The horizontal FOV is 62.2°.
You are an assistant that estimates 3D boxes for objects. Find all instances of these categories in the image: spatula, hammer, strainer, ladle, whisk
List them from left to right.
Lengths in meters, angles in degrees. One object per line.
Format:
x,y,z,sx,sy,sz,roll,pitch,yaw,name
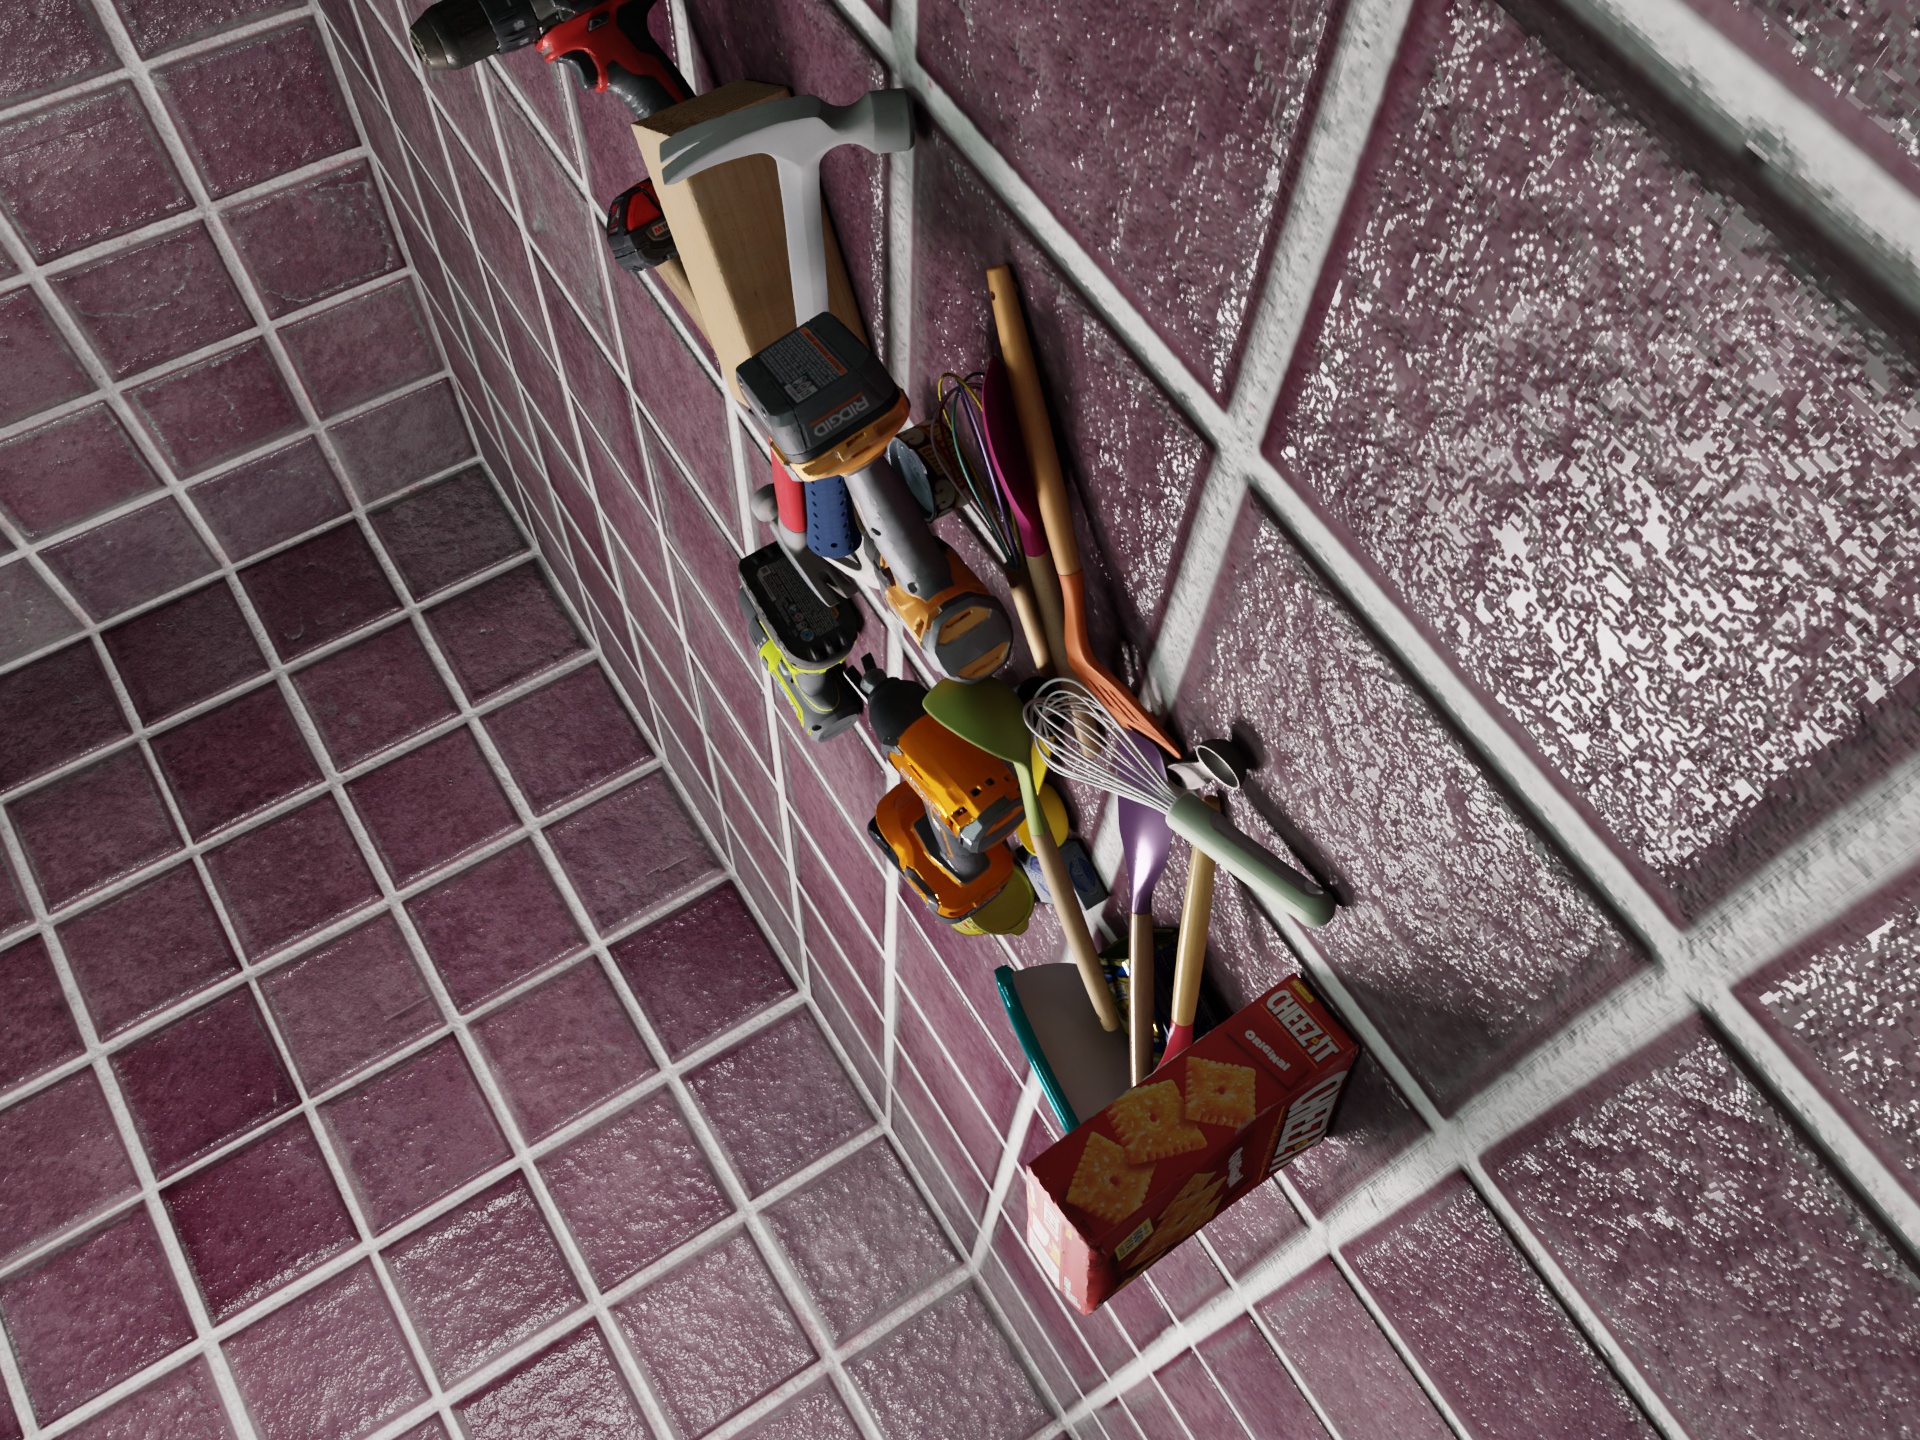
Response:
-0.145,-0.244,1.258,0.331,0.031,0.130,54,156,-7,hammer
-0.144,-0.252,1.342,0.143,0.038,0.386,52,161,24,hammer
-0.101,-0.238,1.051,0.405,0.144,0.035,92,169,-60,hammer
-0.002,-0.004,1.267,0.149,0.036,0.409,53,165,-7,hammer
0.031,-0.120,1.027,0.047,0.051,0.244,5,136,29,whisk
0.052,0.102,1.111,0.078,0.062,0.319,50,164,60,ladle
0.068,-0.116,0.958,0.081,0.041,0.322,33,143,58,spatula
0.127,0.286,1.347,0.211,0.095,0.340,62,-177,14,strainer
0.125,0.151,1.090,0.060,0.018,0.315,36,136,50,spatula
0.128,0.049,0.968,0.247,0.057,0.059,37,118,33,whisk
0.153,0.180,1.066,0.031,0.069,0.315,-98,8,-57,ladle

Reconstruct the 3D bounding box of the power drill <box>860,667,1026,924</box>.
-0.022,0.058,1.256,0.164,0.084,0.226,49,161,18,power drill

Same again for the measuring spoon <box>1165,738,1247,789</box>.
0.148,0.027,0.967,0.034,0.018,0.124,48,170,-1,measuring spoon

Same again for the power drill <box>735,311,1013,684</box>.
-0.056,-0.147,1.030,0.226,0.084,0.186,59,178,-36,power drill

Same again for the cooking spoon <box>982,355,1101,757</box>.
0.053,-0.089,1.010,0.069,0.017,0.318,-75,-25,-42,cooking spoon

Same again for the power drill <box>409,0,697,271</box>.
-0.261,-0.438,1.136,0.226,0.188,0.080,64,165,-22,power drill

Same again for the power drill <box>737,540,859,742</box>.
-0.171,-0.094,1.614,0.191,0.080,0.228,57,166,13,power drill

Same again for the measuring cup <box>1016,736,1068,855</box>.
0.068,0.042,1.221,0.062,0.029,0.156,56,152,36,measuring cup
